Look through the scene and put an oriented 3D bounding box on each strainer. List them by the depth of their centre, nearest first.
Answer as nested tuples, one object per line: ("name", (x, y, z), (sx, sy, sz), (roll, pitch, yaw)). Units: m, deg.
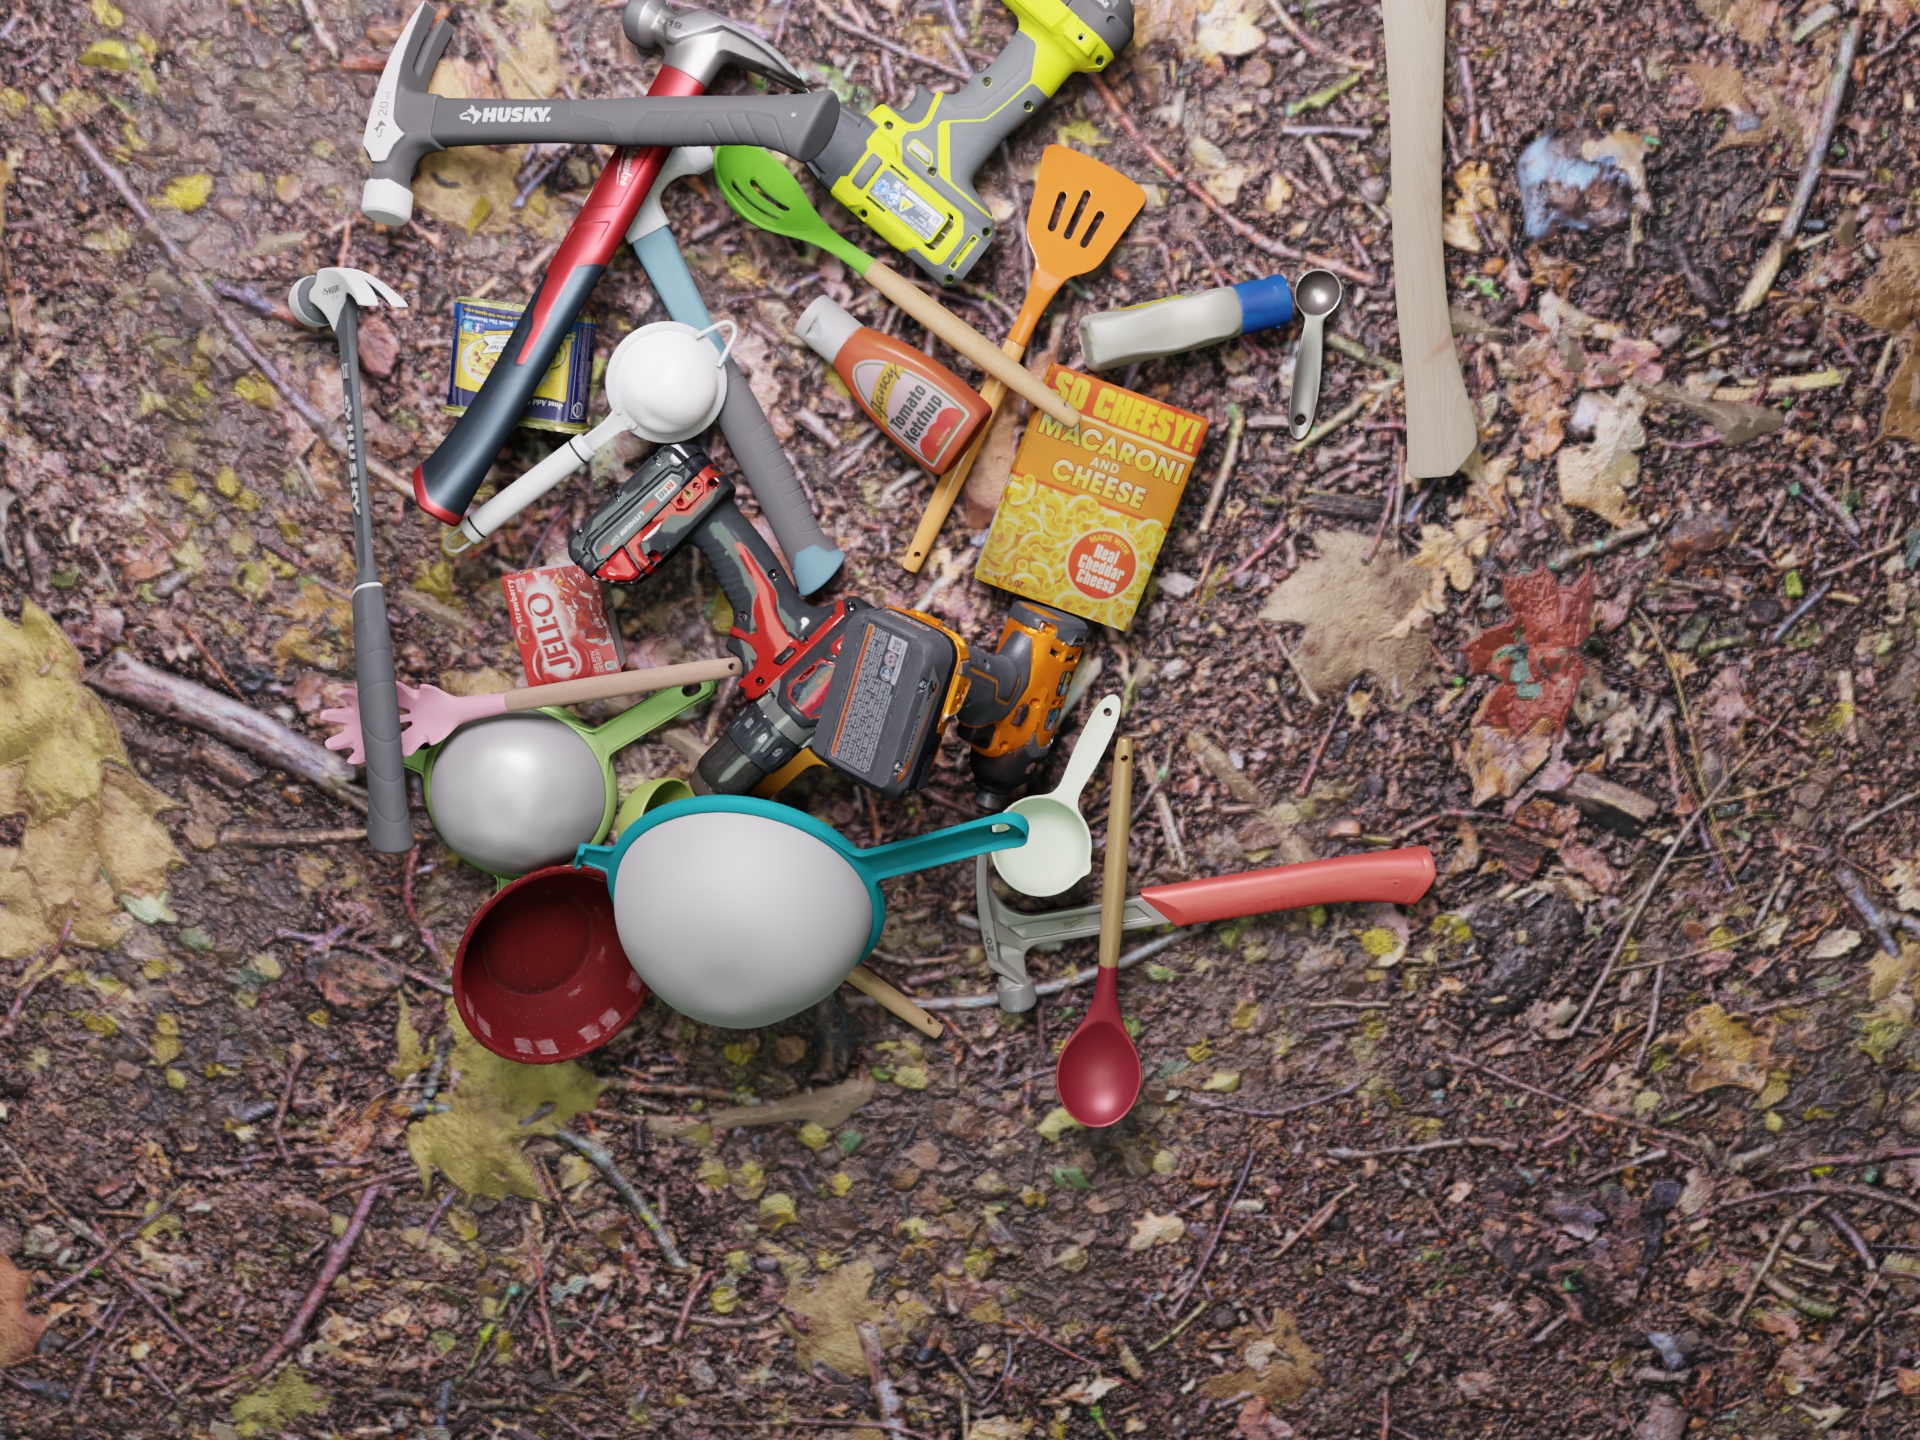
("strainer", (-0.258, -0.194, 1.117), (0.258, 0.050, 0.086), (-35, 124, 4))
("strainer", (-0.108, 0.143, 1.139), (0.340, 0.095, 0.210), (-17, 127, 23))
("strainer", (-0.298, 0.035, 1.208), (0.256, 0.069, 0.151), (-30, 103, 8))

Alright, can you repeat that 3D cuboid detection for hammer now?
("hammer", (-0.239, -0.399, 1.045), (0.335, 0.035, 0.146), (6, 85, 17))
("hammer", (-0.248, -0.298, 1.075), (0.143, 0.038, 0.386), (30, 91, 14))
("hammer", (-0.413, -0.109, 1.113), (0.036, 0.149, 0.409), (-9, 101, -38))
("hammer", (0.315, -0.377, 1.128), (0.146, 0.038, 0.410), (-7, 105, 2))
("hammer", (-0.170, -0.245, 1.155), (0.128, 0.033, 0.331), (-25, 104, 5))
("hammer", (0.193, 0.134, 1.261), (0.359, 0.037, 0.149), (-10, 105, 2))

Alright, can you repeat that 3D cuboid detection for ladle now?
("ladle", (0.116, 0.166, 1.238), (0.069, 0.031, 0.315), (2, 103, -3))
("ladle", (-0.134, 0.157, 1.252), (0.320, 0.078, 0.062), (37, 143, -14))

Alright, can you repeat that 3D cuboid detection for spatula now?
("spatula", (0.031, -0.255, 1.163), (0.081, 0.041, 0.322), (25, 107, -7))

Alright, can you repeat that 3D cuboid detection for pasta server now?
("pasta server", (-0.312, -0.017, 1.181), (0.316, 0.040, 0.060), (-9, 93, 2))

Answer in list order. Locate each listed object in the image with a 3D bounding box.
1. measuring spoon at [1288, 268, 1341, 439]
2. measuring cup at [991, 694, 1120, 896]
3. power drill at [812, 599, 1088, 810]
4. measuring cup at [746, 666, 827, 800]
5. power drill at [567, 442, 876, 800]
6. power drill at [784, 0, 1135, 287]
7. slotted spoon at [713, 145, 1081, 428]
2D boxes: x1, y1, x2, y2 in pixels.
("measuring spoon", (0.255, -0.269, 1.169), (0.034, 0.018, 0.124), (3, 112, -2))
("measuring cup", (0.081, 0.057, 1.221), (0.083, 0.038, 0.167), (27, 81, 2))
("power drill", (-0.002, -0.004, 1.139), (0.084, 0.226, 0.164), (27, 107, 30))
("measuring cup", (-0.113, 0.016, 1.217), (0.173, 0.052, 0.095), (-37, 102, 10))
("power drill", (-0.176, -0.065, 1.137), (0.188, 0.080, 0.226), (-43, 97, 5))
("power drill", (-0.004, -0.436, 1.087), (0.171, 0.080, 0.223), (38, 104, -10))
("slotted spoon", (-0.044, -0.301, 1.120), (0.313, 0.070, 0.031), (35, 138, -4))
